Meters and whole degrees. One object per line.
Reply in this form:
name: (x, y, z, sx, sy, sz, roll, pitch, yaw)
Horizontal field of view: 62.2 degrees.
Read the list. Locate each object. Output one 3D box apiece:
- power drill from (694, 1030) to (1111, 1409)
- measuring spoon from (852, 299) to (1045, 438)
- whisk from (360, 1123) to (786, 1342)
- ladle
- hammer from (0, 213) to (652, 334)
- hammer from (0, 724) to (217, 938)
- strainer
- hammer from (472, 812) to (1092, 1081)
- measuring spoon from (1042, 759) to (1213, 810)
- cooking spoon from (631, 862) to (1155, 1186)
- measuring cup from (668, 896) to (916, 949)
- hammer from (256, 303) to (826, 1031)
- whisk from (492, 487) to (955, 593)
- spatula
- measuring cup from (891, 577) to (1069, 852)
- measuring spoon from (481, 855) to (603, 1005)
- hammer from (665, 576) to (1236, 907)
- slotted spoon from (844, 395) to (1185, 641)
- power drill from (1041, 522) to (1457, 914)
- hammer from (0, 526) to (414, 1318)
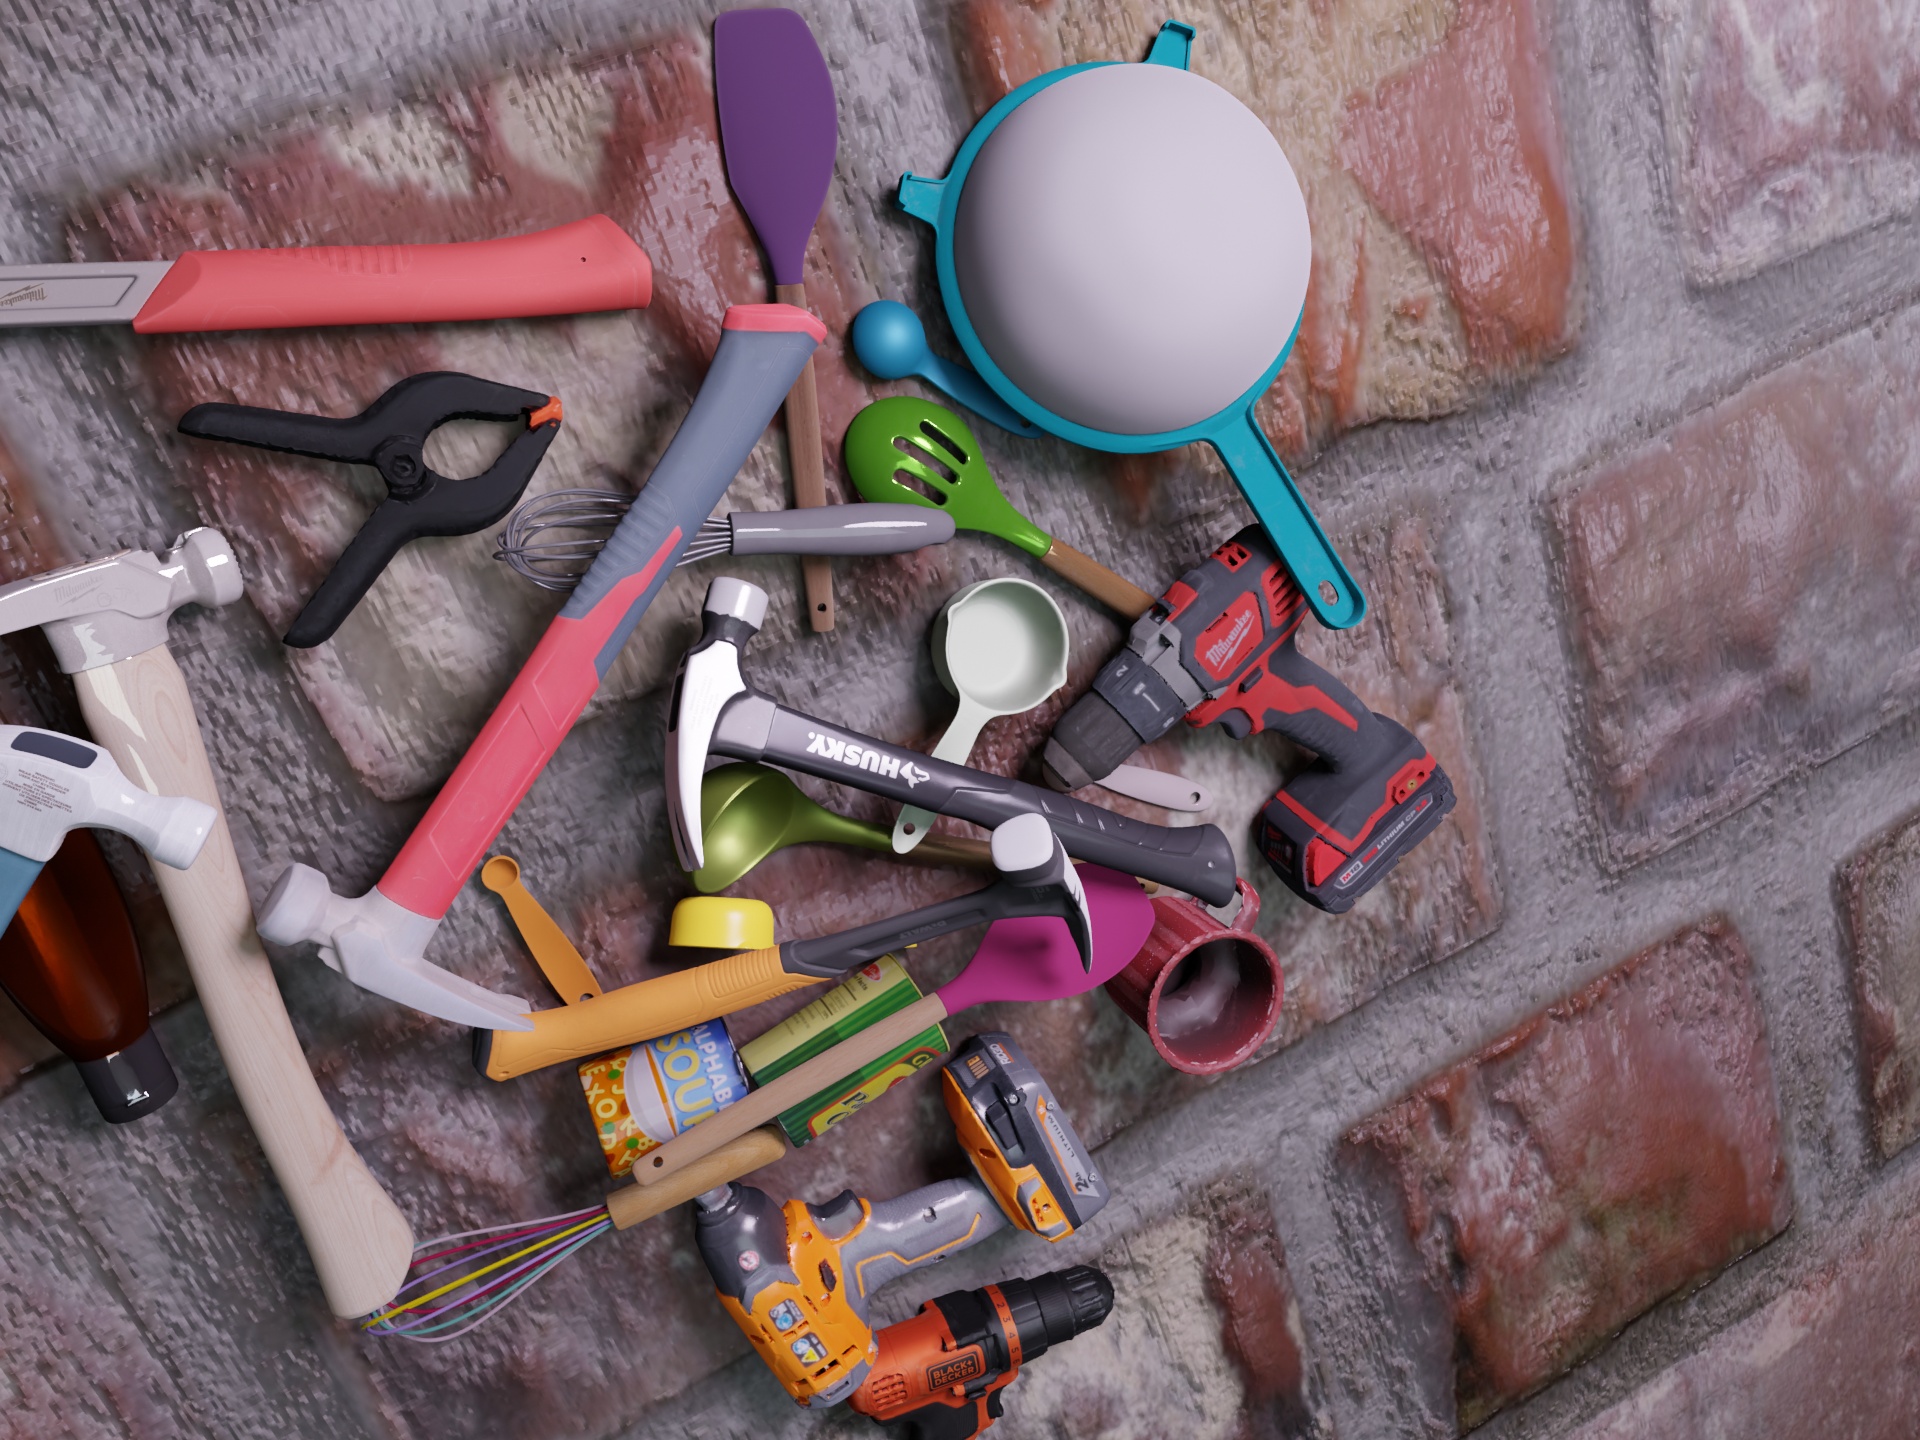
power drill: (-0.042, 0.285, 0.944, 0.226, 0.084, 0.164, -32, 112, -8)
measuring spoon: (0.000, -0.187, 0.862, 0.128, 0.021, 0.042, 25, 76, -28)
whisk: (-0.213, 0.280, 0.880, 0.245, 0.051, 0.047, -23, 139, -8)
ladle: (-0.014, 0.079, 0.913, 0.320, 0.062, 0.078, 12, 116, -27)
hammer: (-0.319, -0.185, 0.718, 0.359, 0.037, 0.149, -8, 92, -22)
hammer: (-0.461, 0.137, 0.705, 0.128, 0.033, 0.331, 30, 110, -20)
strainer: (0.132, -0.196, 0.825, 0.211, 0.095, 0.340, -33, 96, -11)
hammer: (-0.097, 0.135, 0.839, 0.337, 0.034, 0.127, -17, 144, 8)
measuring spoon: (0.107, 0.038, 0.970, 0.124, 0.018, 0.034, 15, 98, -25)
cooking spoon: (-0.033, 0.168, 0.871, 0.319, 0.017, 0.069, -27, 78, -14)
measuring cup: (-0.091, 0.116, 0.901, 0.156, 0.062, 0.029, 6, 81, -35)
hammer: (-0.172, -0.028, 0.771, 0.143, 0.038, 0.386, 33, 94, -29)
whisk: (-0.117, -0.094, 0.819, 0.239, 0.055, 0.055, -4, 106, -17)
spatula: (-0.085, -0.201, 0.829, 0.059, 0.018, 0.315, -7, 106, -13)
measuring cup: (-0.001, -0.003, 0.894, 0.083, 0.038, 0.167, 30, 84, -23)
measuring spoon: (-0.225, 0.119, 0.864, 0.021, 0.011, 0.116, -32, 117, -12)
hammer: (0.003, 0.045, 0.851, 0.334, 0.035, 0.146, 19, 76, -20)
slotted spoon: (0.068, -0.089, 0.917, 0.313, 0.031, 0.070, 29, 82, -27)
power drill: (0.171, 0.017, 0.948, 0.188, 0.080, 0.226, -44, 118, 1)
hammer: (-0.362, 0.123, 0.768, 0.146, 0.038, 0.410, -28, 116, -38)
